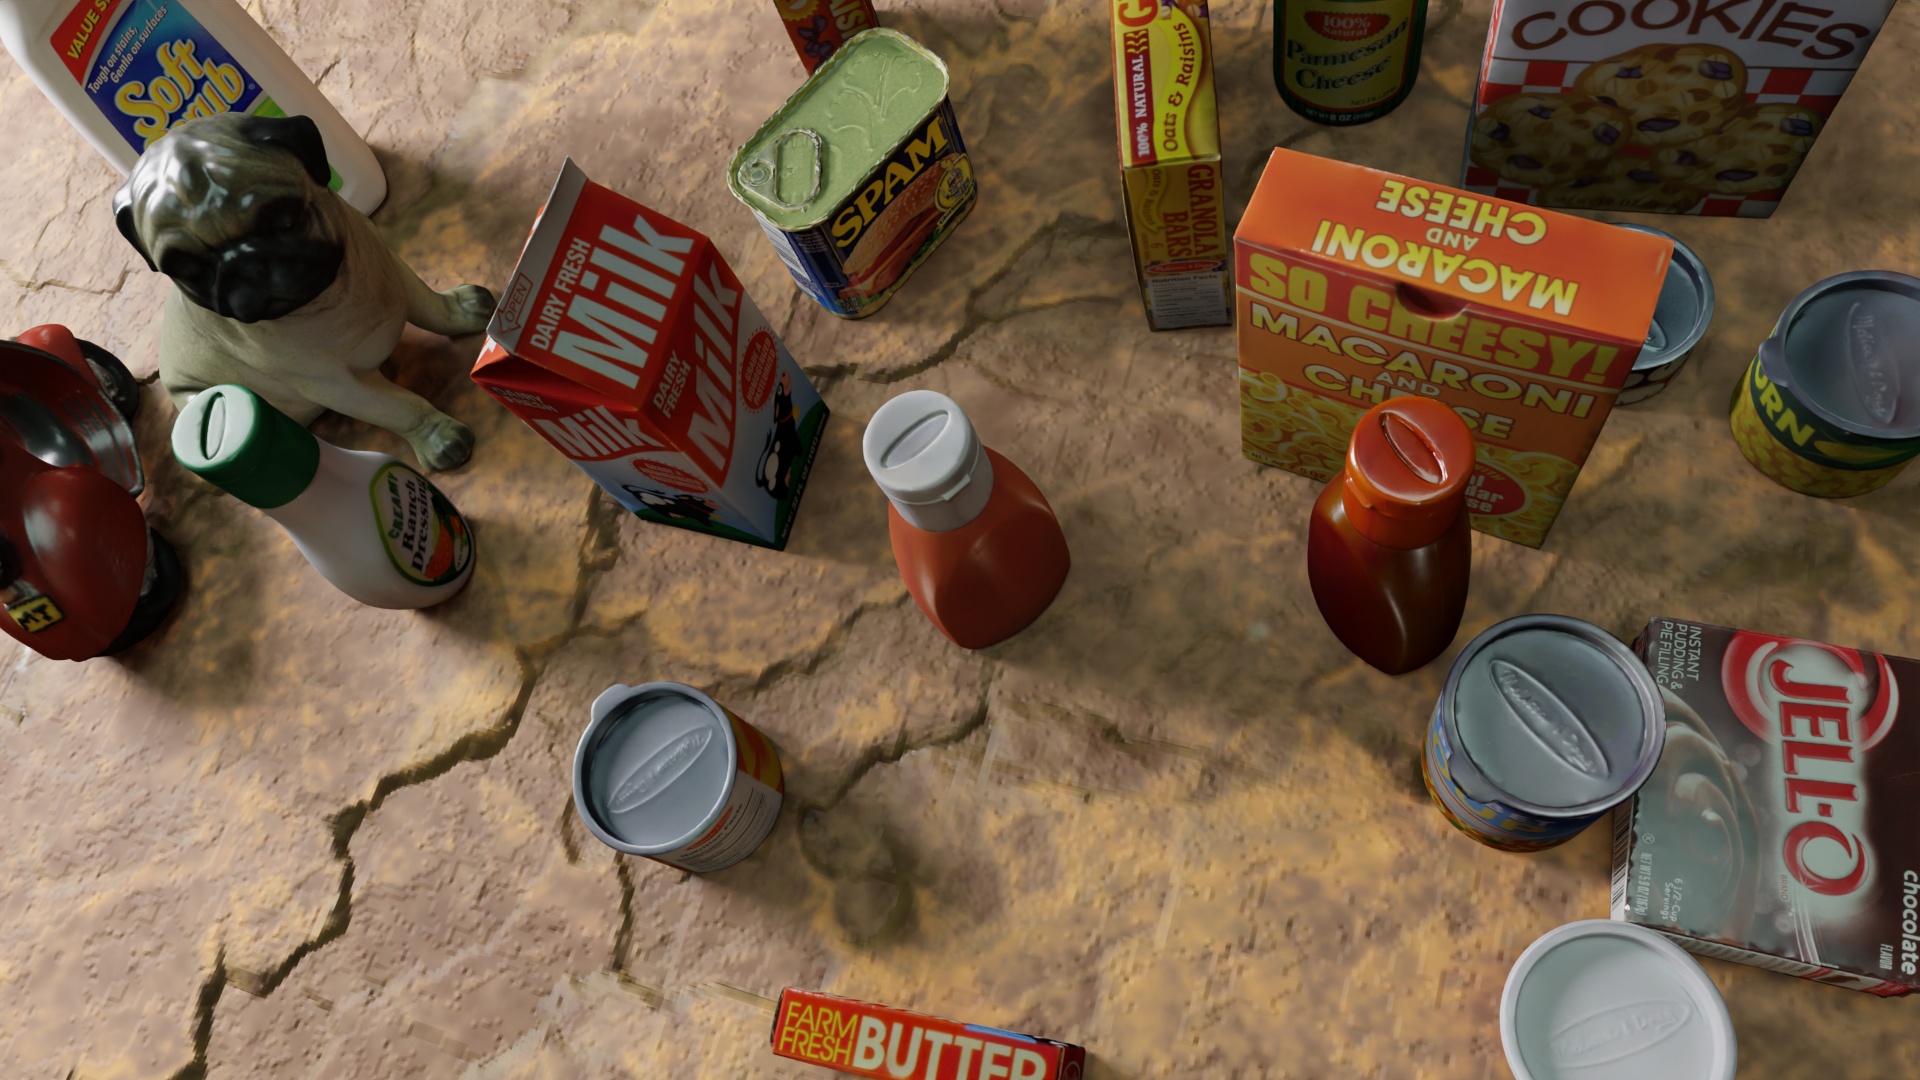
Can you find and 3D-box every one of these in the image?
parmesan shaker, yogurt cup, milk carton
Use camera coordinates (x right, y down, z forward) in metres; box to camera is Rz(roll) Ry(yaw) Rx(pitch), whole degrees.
[{"bbox_3d":[0.169,-0.234,0.589,0.071,0.103,0.071,-4,69,11],"label":"parmesan shaker"},{"bbox_3d":[0.208,0.161,0.452,0.072,0.053,0.072,-4,68,11],"label":"yogurt cup"},{"bbox_3d":[-0.121,-0.065,0.540,0.073,0.190,0.072,12,73,17],"label":"milk carton"}]

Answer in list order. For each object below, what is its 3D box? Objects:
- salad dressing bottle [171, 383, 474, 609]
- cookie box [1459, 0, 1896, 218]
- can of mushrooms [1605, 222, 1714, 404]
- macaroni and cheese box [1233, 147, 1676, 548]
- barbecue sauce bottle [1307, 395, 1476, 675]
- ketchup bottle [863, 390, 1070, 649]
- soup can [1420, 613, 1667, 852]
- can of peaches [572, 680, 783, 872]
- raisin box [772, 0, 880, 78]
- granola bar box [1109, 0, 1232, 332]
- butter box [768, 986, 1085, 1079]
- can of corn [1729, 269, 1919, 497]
[{"bbox_3d":[-0.258,-0.016,0.574,0.044,0.147,0.064,-10,68,9],"label":"salad dressing bottle"},{"bbox_3d":[0.261,-0.186,0.515,0.123,0.167,0.040,8,71,15],"label":"cookie box"},{"bbox_3d":[0.256,-0.088,0.551,0.071,0.033,0.071,-4,68,11],"label":"can of mushrooms"},{"bbox_3d":[0.162,-0.060,0.488,0.124,0.166,0.040,19,75,19],"label":"macaroni and cheese box"},{"bbox_3d":[0.148,-0.001,0.478,0.044,0.148,0.065,-32,66,0],"label":"barbecue sauce bottle"},{"bbox_3d":[0.002,-0.006,0.512,0.065,0.148,0.043,-41,66,-4],"label":"ketchup bottle"},{"bbox_3d":[0.193,0.070,0.475,0.071,0.083,0.071,-4,68,11],"label":"soup can"},{"bbox_3d":[-0.111,0.093,0.548,0.071,0.058,0.071,-4,68,11],"label":"can of peaches"},{"bbox_3d":[-0.062,-0.249,0.635,0.040,0.123,0.086,-18,67,5],"label":"raisin box"},{"bbox_3d":[0.086,-0.189,0.579,0.039,0.124,0.166,-5,68,11],"label":"granola bar box"},{"bbox_3d":[-0.011,0.181,0.494,0.103,0.053,0.024,7,71,15],"label":"butter box"},{"bbox_3d":[0.323,-0.056,0.510,0.071,0.058,0.071,-4,68,11],"label":"can of corn"}]
